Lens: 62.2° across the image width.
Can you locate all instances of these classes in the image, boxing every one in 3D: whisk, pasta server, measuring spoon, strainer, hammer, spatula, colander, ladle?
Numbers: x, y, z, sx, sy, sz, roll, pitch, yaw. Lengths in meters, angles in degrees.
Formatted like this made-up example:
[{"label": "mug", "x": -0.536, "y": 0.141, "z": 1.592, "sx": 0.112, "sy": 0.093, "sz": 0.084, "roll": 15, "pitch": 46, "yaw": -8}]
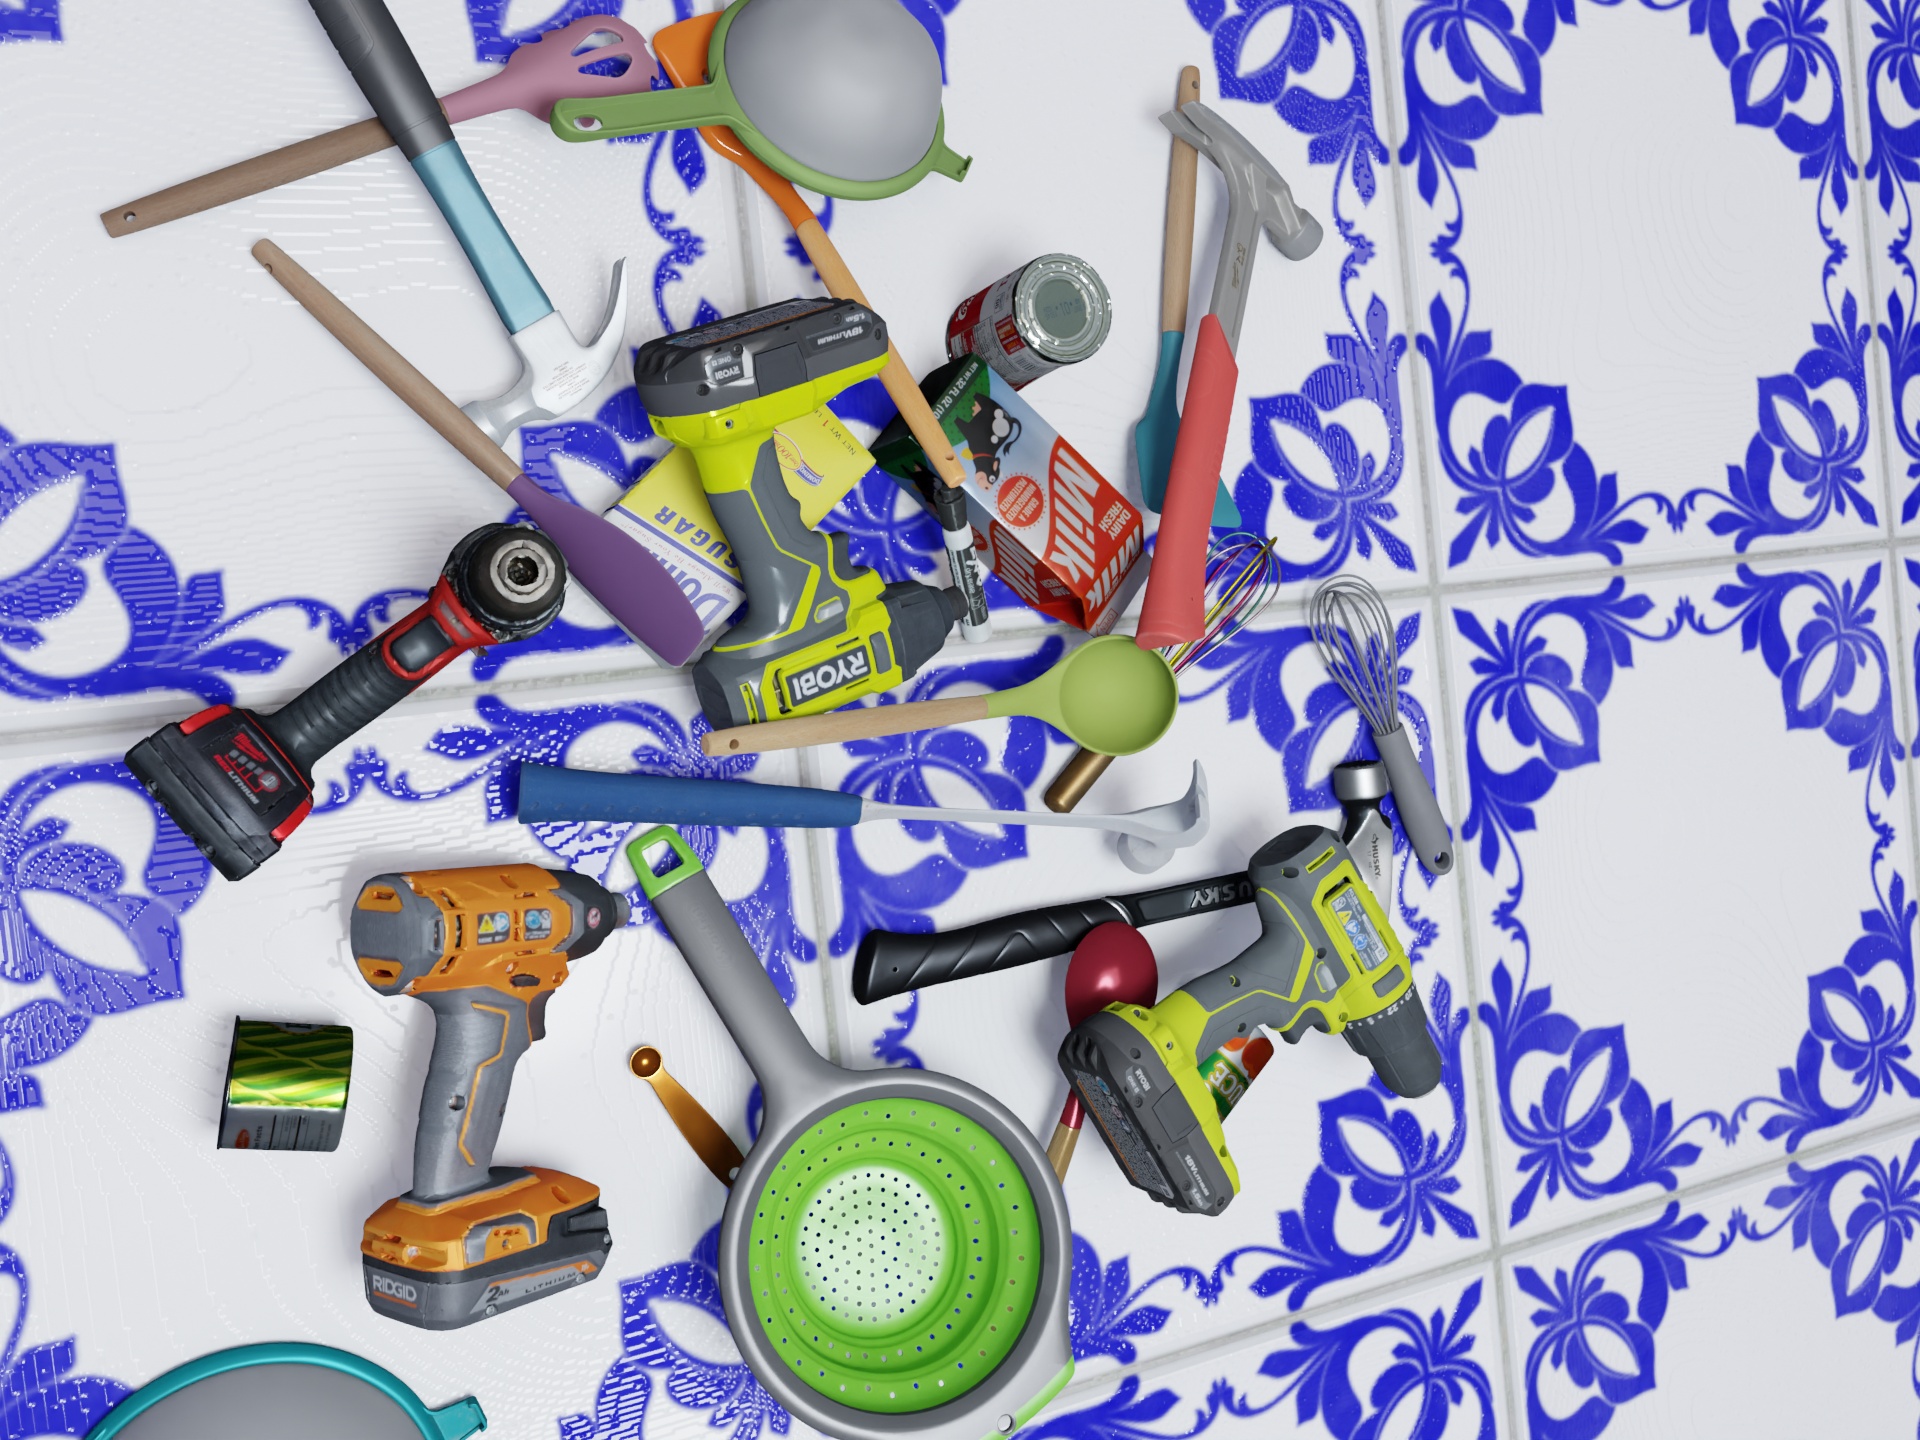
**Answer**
[{"label": "whisk", "x": 0.307, "y": 0.006, "z": 1.133, "sx": 0.055, "sy": 0.055, "sz": 0.239, "roll": -30, "pitch": 106, "yaw": -21}, {"label": "pasta server", "x": -0.310, "y": -0.324, "z": 0.875, "sx": 0.316, "sy": 0.040, "sz": 0.060, "roll": -27, "pitch": 100, "yaw": -17}, {"label": "measuring spoon", "x": -0.160, "y": 0.238, "z": 0.947, "sx": 0.021, "sy": 0.011, "sz": 0.116, "roll": -40, "pitch": 108, "yaw": -18}, {"label": "whisk", "x": 0.136, "y": -0.035, "z": 1.059, "sx": 0.051, "sy": 0.047, "sz": 0.245, "roll": 45, "pitch": 77, "yaw": -18}, {"label": "strainer", "x": -0.108, "y": -0.370, "z": 0.902, "sx": 0.256, "sy": 0.069, "sz": 0.151, "roll": -22, "pitch": 81, "yaw": -32}, {"label": "hammer", "x": -0.290, "y": -0.316, "z": 0.846, "sx": 0.128, "sy": 0.033, "sz": 0.330, "roll": -33, "pitch": 111, "yaw": -13}, {"label": "spatula", "x": -0.078, "y": -0.277, "z": 0.936, "sx": 0.081, "sy": 0.041, "sz": 0.323, "roll": -25, "pitch": 78, "yaw": -25}, {"label": "spatula", "x": -0.259, "y": -0.148, "z": 0.859, "sx": 0.316, "sy": 0.059, "sz": 0.018, "roll": 43, "pitch": 45, "yaw": -3}, {"label": "spatula", "x": 0.153, "y": -0.287, "z": 1.066, "sx": 0.082, "sy": 0.044, "sz": 0.317, "roll": 5, "pitch": 86, "yaw": -31}, {"label": "colander", "x": -0.087, "y": 0.243, "z": 0.945, "sx": 0.204, "sy": 0.094, "sz": 0.397, "roll": -30, "pitch": 83, "yaw": -21}, {"label": "hammer", "x": -0.048, "y": 0.050, "z": 0.928, "sx": 0.405, "sy": 0.144, "sz": 0.035, "roll": 4, "pitch": 70, "yaw": -13}, {"label": "hammer", "x": 0.121, "y": 0.130, "z": 1.056, "sx": 0.409, "sy": 0.036, "sz": 0.149, "roll": -9, "pitch": 95, "yaw": -23}, {"label": "ladle", "x": -0.001, "y": -0.003, "z": 0.933, "sx": 0.320, "sy": 0.062, "sz": 0.078, "roll": -8, "pitch": 104, "yaw": -36}, {"label": "ladle", "x": 0.060, "y": 0.281, "z": 1.014, "sx": 0.069, "sy": 0.031, "sz": 0.315, "roll": 19, "pitch": 91, "yaw": -23}, {"label": "hammer", "x": 0.154, "y": -0.214, "z": 1.017, "sx": 0.149, "sy": 0.037, "sz": 0.359, "roll": 28, "pitch": 66, "yaw": -36}, {"label": "strainer", "x": -0.415, "y": 0.415, "z": 0.786, "sx": 0.340, "sy": 0.095, "sz": 0.211, "roll": 24, "pitch": 81, "yaw": -23}]

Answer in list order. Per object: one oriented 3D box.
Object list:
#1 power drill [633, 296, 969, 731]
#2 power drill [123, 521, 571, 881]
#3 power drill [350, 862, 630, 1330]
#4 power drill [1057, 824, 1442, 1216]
[{"label": "power drill", "x": -0.085, "y": -0.116, "z": 0.895, "sx": 0.171, "sy": 0.080, "sz": 0.223, "roll": -25, "pitch": 117, "yaw": -26}, {"label": "power drill", "x": -0.292, "y": -0.022, "z": 0.796, "sx": 0.227, "sy": 0.188, "sz": 0.080, "roll": -40, "pitch": 104, "yaw": -15}, {"label": "power drill", "x": -0.243, "y": 0.190, "z": 0.858, "sx": 0.164, "sy": 0.084, "sz": 0.226, "roll": 1, "pitch": 88, "yaw": -54}, {"label": "power drill", "x": 0.192, "y": 0.201, "z": 0.993, "sx": 0.228, "sy": 0.080, "sz": 0.190, "roll": -34, "pitch": 100, "yaw": -22}]
